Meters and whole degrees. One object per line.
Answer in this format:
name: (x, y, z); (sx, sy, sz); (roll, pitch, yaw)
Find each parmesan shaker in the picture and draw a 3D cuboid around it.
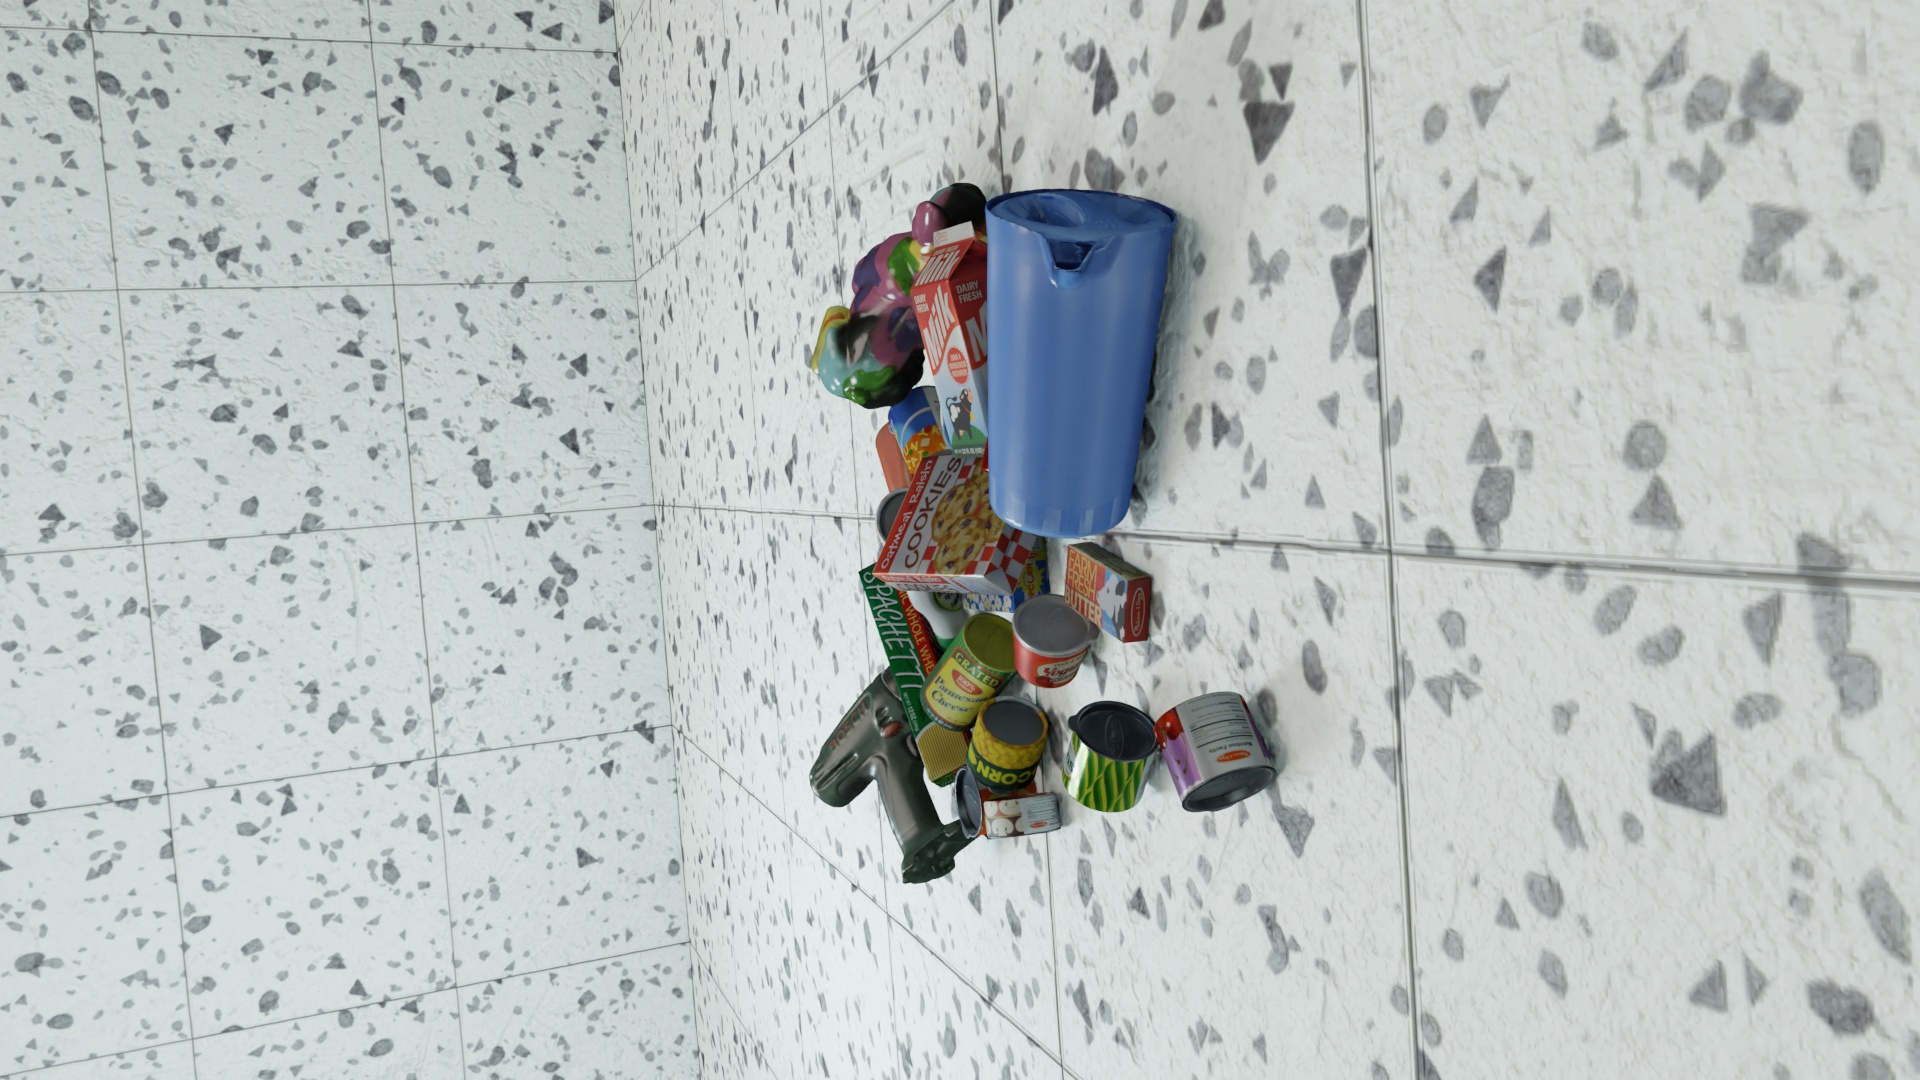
parmesan shaker: (0.014, 0.126, 1.292); (0.102, 0.071, 0.071); (-57, 42, 40)

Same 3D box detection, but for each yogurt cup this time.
yogurt cup: (0.075, 0.086, 1.158); (0.053, 0.072, 0.073); (95, 157, -45)

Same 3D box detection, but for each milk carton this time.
milk carton: (0.016, -0.170, 1.171); (0.072, 0.074, 0.190); (5, 112, 61)

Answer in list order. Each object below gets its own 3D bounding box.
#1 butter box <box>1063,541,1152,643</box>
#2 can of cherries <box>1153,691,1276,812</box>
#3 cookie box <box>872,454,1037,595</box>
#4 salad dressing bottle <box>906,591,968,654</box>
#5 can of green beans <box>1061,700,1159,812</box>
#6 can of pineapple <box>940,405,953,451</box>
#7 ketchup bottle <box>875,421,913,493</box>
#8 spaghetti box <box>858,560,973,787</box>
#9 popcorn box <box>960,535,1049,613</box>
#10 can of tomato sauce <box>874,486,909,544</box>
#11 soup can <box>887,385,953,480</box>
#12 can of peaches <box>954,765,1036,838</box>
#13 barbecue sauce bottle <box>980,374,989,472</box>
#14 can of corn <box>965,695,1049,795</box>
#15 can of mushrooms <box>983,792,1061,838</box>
butter box: (0.115, 0.039, 1.096); (0.103, 0.024, 0.053); (-145, 54, -62)
can of cherries: (0.168, 0.142, 0.930); (0.071, 0.071, 0.058); (114, 144, -51)
cookie box: (0.004, -0.015, 1.212); (0.167, 0.040, 0.123); (-1, 61, 53)
salad dressing bottle: (-0.018, 0.058, 1.341); (0.064, 0.044, 0.147); (-63, -33, -37)
can of green beans: (0.115, 0.166, 1.069); (0.071, 0.071, 0.057); (-121, 33, -47)
can of pineapple: (0.020, -0.112, 1.254); (0.071, 0.058, 0.071); (176, 89, -68)
ketchup bottle: (-0.052, -0.053, 1.469); (0.064, 0.043, 0.149); (118, 141, -56)
spaghetti box: (-0.043, 0.124, 1.386); (0.028, 0.050, 0.251); (42, -158, -57)
popcorn box: (0.037, 0.021, 1.270); (0.126, 0.038, 0.085); (177, 89, -69)
can of tomato sauce: (-0.044, -0.013, 1.381); (0.083, 0.071, 0.071); (32, -132, -77)
soup can: (-0.030, -0.099, 1.369); (0.071, 0.071, 0.084); (109, 147, -46)
can of peaches: (0.033, 0.242, 1.304); (0.071, 0.058, 0.071); (175, 89, -68)
barbecue sauce bottle: (0.049, -0.125, 1.121); (0.043, 0.065, 0.148); (12, 90, 55)
can of corn: (0.043, 0.184, 1.252); (0.071, 0.071, 0.058); (-118, 31, -44)
can of mushrooms: (0.053, 0.245, 1.239); (0.071, 0.071, 0.033); (155, 109, -67)
